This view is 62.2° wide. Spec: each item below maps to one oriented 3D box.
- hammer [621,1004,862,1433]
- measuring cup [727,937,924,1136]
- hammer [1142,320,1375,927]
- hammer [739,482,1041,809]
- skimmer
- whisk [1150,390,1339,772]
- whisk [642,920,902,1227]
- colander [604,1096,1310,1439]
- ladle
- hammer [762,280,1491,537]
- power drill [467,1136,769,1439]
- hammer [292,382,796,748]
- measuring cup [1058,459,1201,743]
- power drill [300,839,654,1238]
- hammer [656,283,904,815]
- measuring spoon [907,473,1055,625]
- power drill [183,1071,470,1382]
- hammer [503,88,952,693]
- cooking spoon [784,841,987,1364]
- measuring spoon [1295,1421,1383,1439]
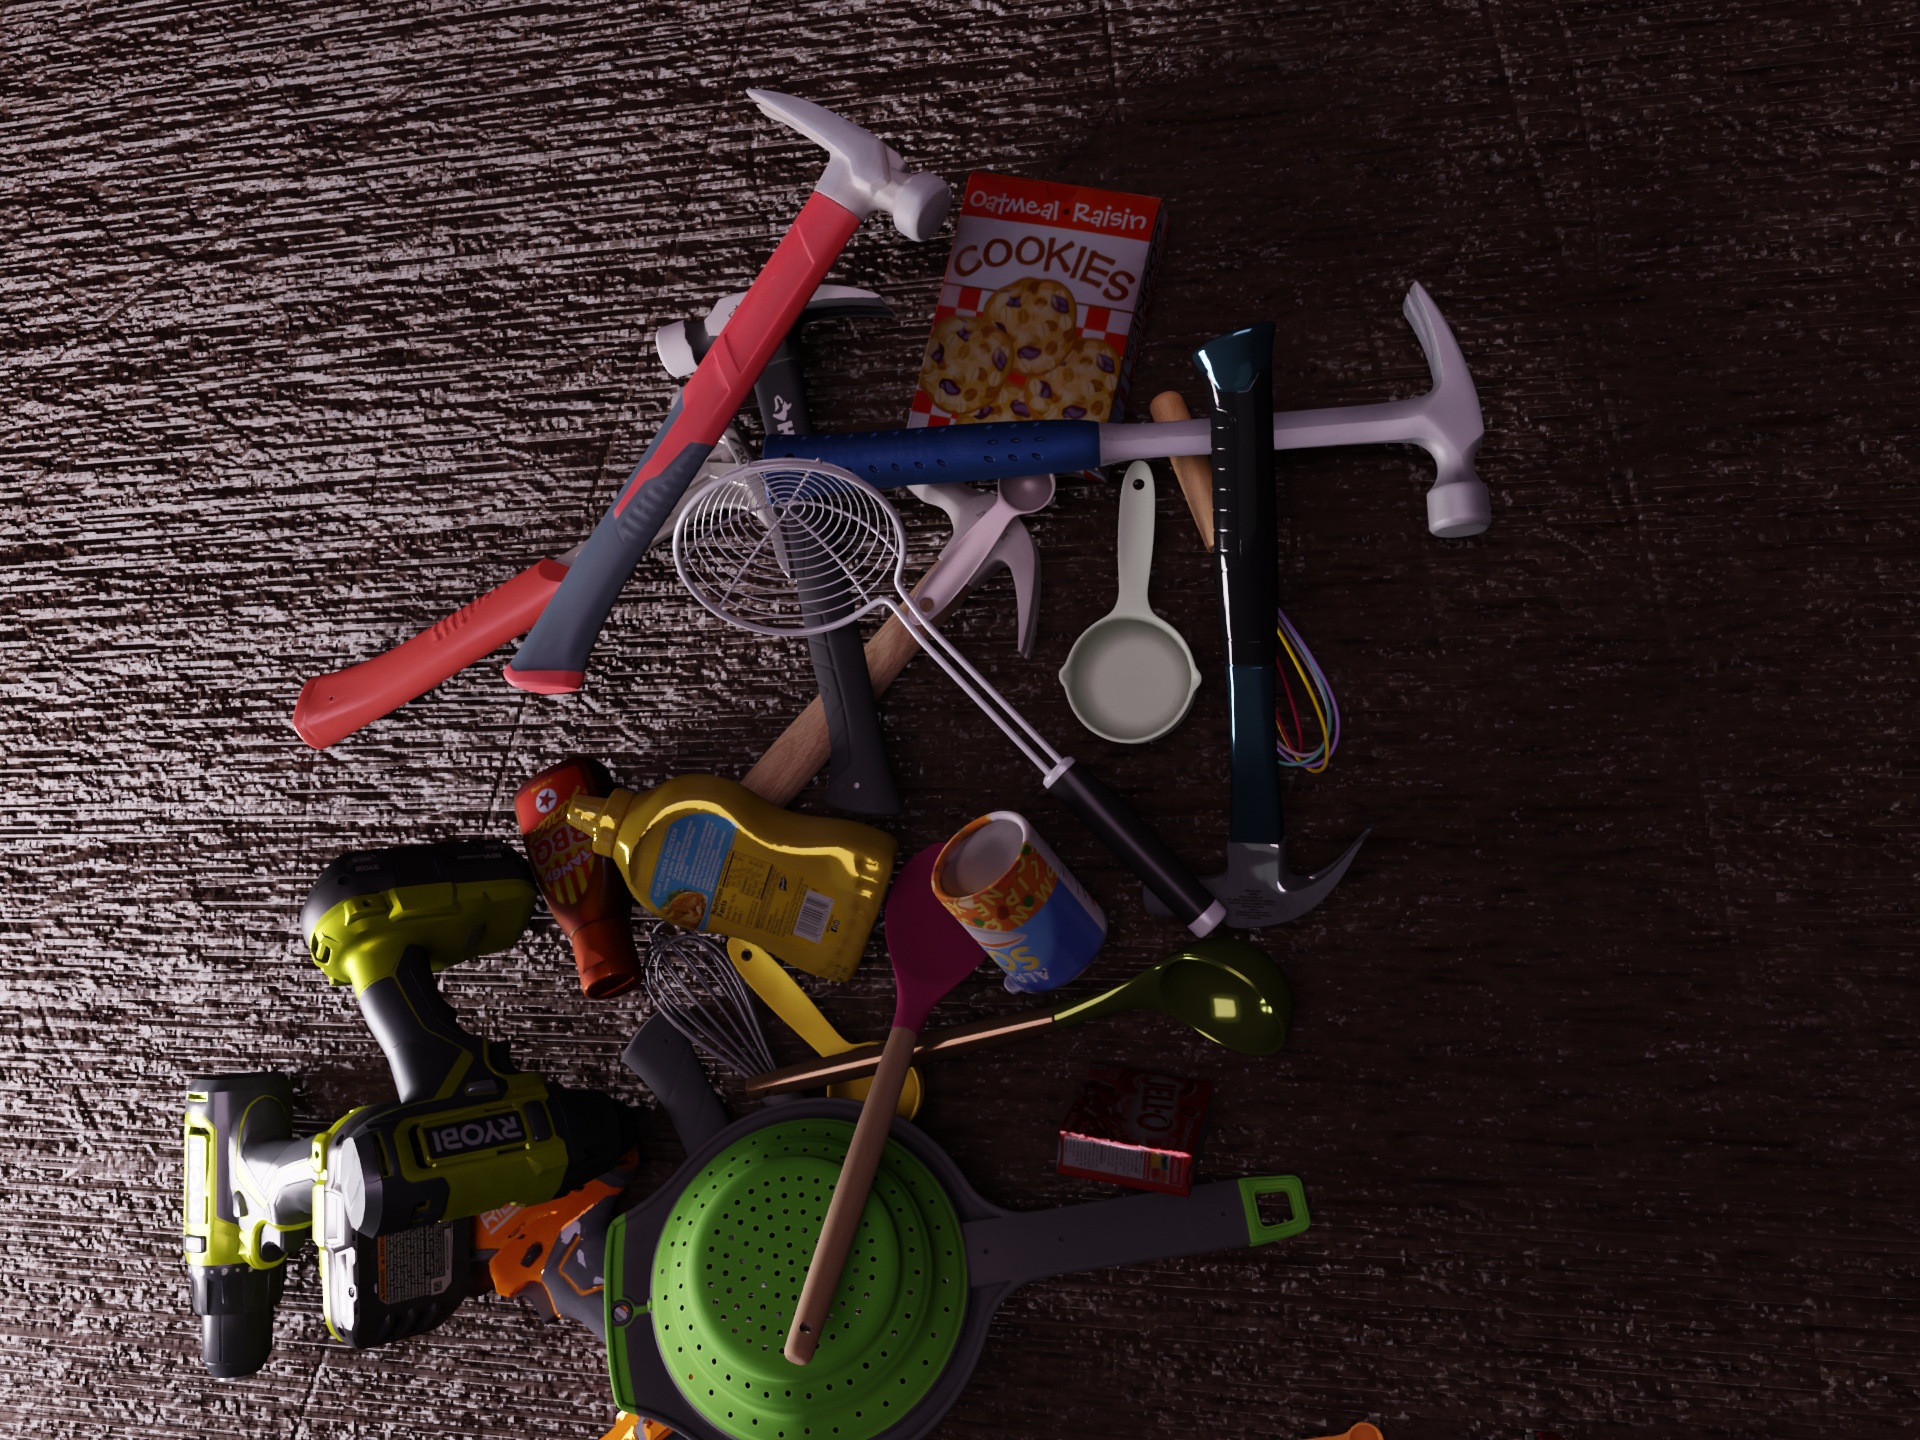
[{"bbox_3d":[-0.088,0.346,0.922,0.409,0.149,0.036,57,143,20],"label":"hammer"},{"bbox_3d":[-0.083,0.187,0.964,0.156,0.029,0.062,44,94,14],"label":"measuring cup"},{"bbox_3d":[0.155,-0.045,0.861,0.128,0.033,0.331,2,105,25],"label":"hammer"},{"bbox_3d":[-0.076,-0.003,0.981,0.130,0.031,0.331,43,96,15],"label":"hammer"},{"bbox_3d":[-0.001,-0.003,0.873,0.363,0.090,0.127,45,126,5],"label":"skimmer"},{"bbox_3d":[0.160,-0.081,0.926,0.051,0.047,0.245,-23,75,13],"label":"whisk"},{"bbox_3d":[-0.113,0.217,0.963,0.055,0.055,0.239,-43,81,7],"label":"whisk"},{"bbox_3d":[-0.004,0.285,0.856,0.397,0.094,0.205,-9,64,-1],"label":"colander"},{"bbox_3d":[0.029,0.185,0.905,0.320,0.078,0.062,-14,37,8],"label":"ladle"},{"bbox_3d":[0.090,-0.164,0.910,0.405,0.035,0.144,-4,80,4],"label":"hammer"},{"bbox_3d":[-0.225,0.367,0.960,0.164,0.084,0.227,-41,72,9],"label":"power drill"},{"bbox_3d":[-0.279,-0.071,1.038,0.359,0.036,0.149,-29,78,9],"label":"hammer"},{"bbox_3d":[0.104,-0.068,0.939,0.083,0.038,0.168,2,83,15],"label":"measuring cup"},{"bbox_3d":[-0.289,0.182,0.938,0.223,0.171,0.080,60,136,33],"label":"power drill"},{"bbox_3d":[-0.082,-0.104,0.958,0.146,0.035,0.335,-15,81,12],"label":"hammer"},{"bbox_3d":[0.011,-0.105,0.948,0.034,0.018,0.124,41,94,7],"label":"measuring spoon"},{"bbox_3d":[-0.405,0.317,0.983,0.228,0.080,0.190,-9,81,37],"label":"power drill"},{"bbox_3d":[-0.168,-0.188,0.951,0.143,0.038,0.386,35,94,16],"label":"hammer"},{"bbox_3d":[-0.038,0.192,0.862,0.069,0.017,0.319,18,49,2],"label":"cooking spoon"},{"bbox_3d":[0.179,0.411,0.887,0.117,0.011,0.021,-21,80,15],"label":"measuring spoon"}]
